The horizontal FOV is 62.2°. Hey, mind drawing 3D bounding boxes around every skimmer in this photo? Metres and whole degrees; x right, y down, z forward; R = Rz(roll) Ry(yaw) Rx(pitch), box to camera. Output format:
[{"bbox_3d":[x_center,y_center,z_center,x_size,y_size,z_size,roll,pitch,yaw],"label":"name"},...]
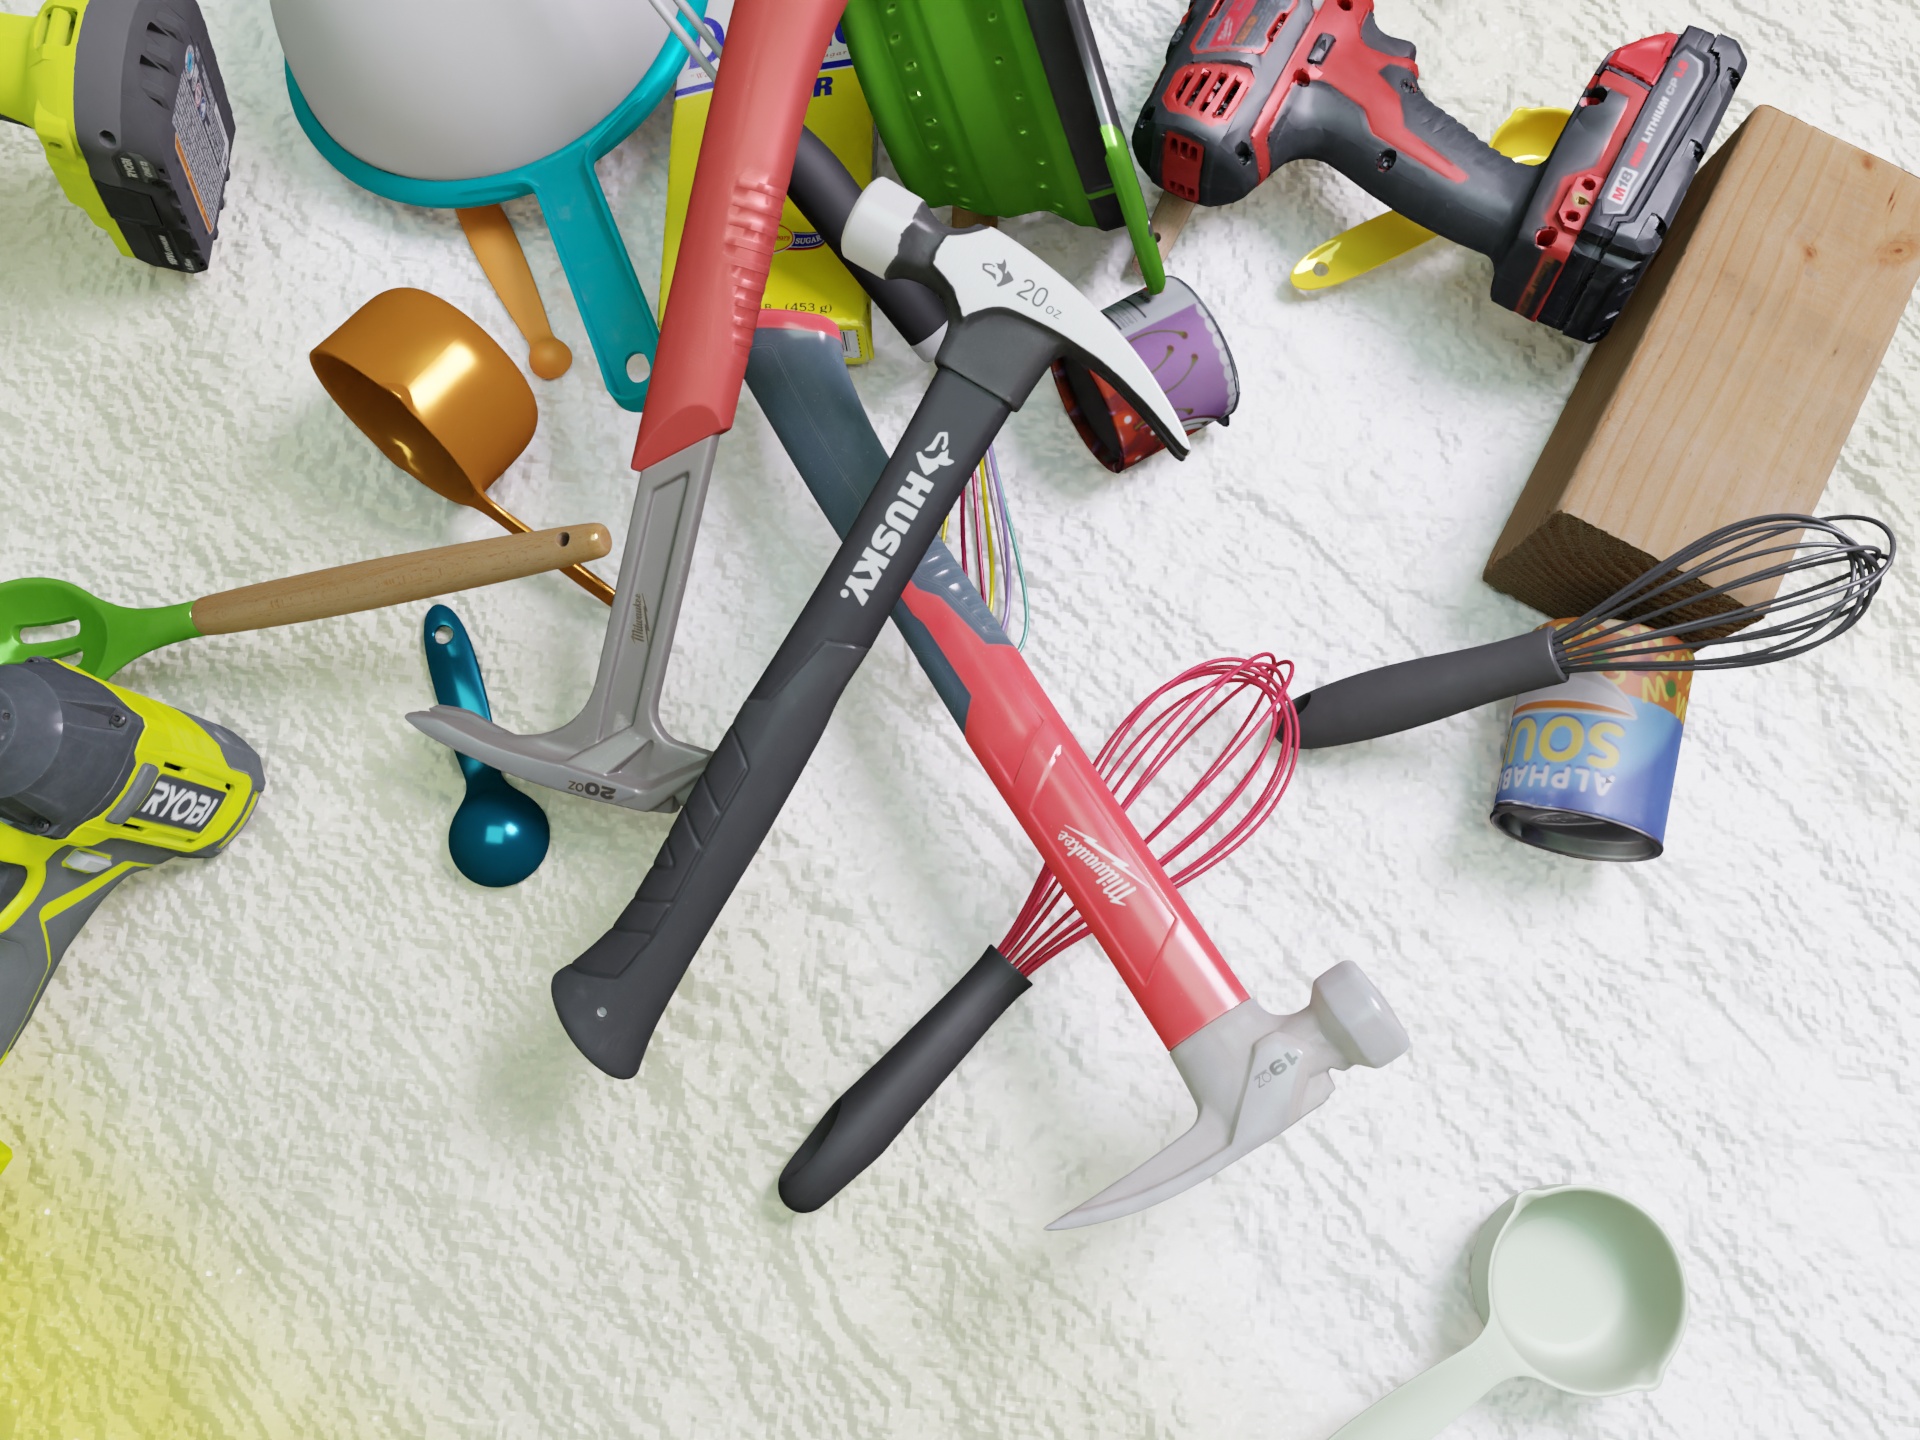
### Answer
[{"bbox_3d":[-0.135,-0.284,0.639,0.363,0.090,0.127,48,63,-22],"label":"skimmer"}]

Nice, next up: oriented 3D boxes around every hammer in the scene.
[{"bbox_3d":[-0.049,-0.016,0.581,0.146,0.035,0.335,31,94,2],"label":"hammer"},{"bbox_3d":[-0.108,-0.143,0.613,0.149,0.037,0.359,16,100,7],"label":"hammer"},{"bbox_3d":[-0.001,-0.002,0.614,0.143,0.038,0.387,-35,72,6],"label":"hammer"}]

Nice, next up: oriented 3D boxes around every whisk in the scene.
[{"bbox_3d":[0.229,-0.028,0.614,0.239,0.055,0.055,-18,74,33],"label":"whisk"},{"bbox_3d":[0.034,0.083,0.636,0.073,0.073,0.296,43,85,9],"label":"whisk"},{"bbox_3d":[0.006,-0.131,0.694,0.051,0.047,0.245,2,73,1],"label":"whisk"}]

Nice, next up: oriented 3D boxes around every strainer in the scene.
[{"bbox_3d":[-0.199,-0.285,0.673,0.211,0.095,0.341,-25,70,4],"label":"strainer"}]

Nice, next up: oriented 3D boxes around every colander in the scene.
[{"bbox_3d":[-0.011,-0.355,0.685,0.094,0.204,0.397,-17,70,11],"label":"colander"}]

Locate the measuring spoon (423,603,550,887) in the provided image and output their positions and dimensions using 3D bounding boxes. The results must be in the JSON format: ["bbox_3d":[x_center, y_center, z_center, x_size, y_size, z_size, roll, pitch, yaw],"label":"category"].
[{"bbox_3d":[-0.207,0.007,0.668,0.042,0.021,0.129,-18,77,-5],"label":"measuring spoon"}]

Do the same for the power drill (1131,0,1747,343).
[{"bbox_3d":[0.209,-0.283,0.690,0.227,0.080,0.188,26,79,12],"label":"power drill"}]

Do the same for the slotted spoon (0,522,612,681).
[{"bbox_3d":[-0.281,-0.043,0.636,0.314,0.031,0.070,-9,76,16],"label":"slotted spoon"}]

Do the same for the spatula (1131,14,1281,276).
[{"bbox_3d":[0.149,-0.343,0.758,0.060,0.018,0.316,22,76,16],"label":"spatula"}]

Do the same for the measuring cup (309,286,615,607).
[{"bbox_3d":[-0.190,-0.113,0.677,0.173,0.095,0.052,39,72,-11],"label":"measuring cup"}]

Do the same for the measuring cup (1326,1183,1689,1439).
[{"bbox_3d":[0.197,0.241,0.608,0.167,0.038,0.083,-32,79,-6],"label":"measuring cup"}]

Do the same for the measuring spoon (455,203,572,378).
[{"bbox_3d":[-0.207,-0.206,0.725,0.021,0.011,0.117,-26,78,-7],"label":"measuring spoon"}]

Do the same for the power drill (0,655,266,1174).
[{"bbox_3d":[-0.366,0.084,0.575,0.080,0.171,0.223,31,81,6],"label":"power drill"}]

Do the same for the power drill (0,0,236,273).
[{"bbox_3d":[-0.436,-0.257,0.664,0.228,0.190,0.080,7,76,-13],"label":"power drill"}]

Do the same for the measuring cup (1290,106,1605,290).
[{"bbox_3d":[0.222,-0.228,0.729,0.156,0.029,0.062,-24,76,0],"label":"measuring cup"}]
